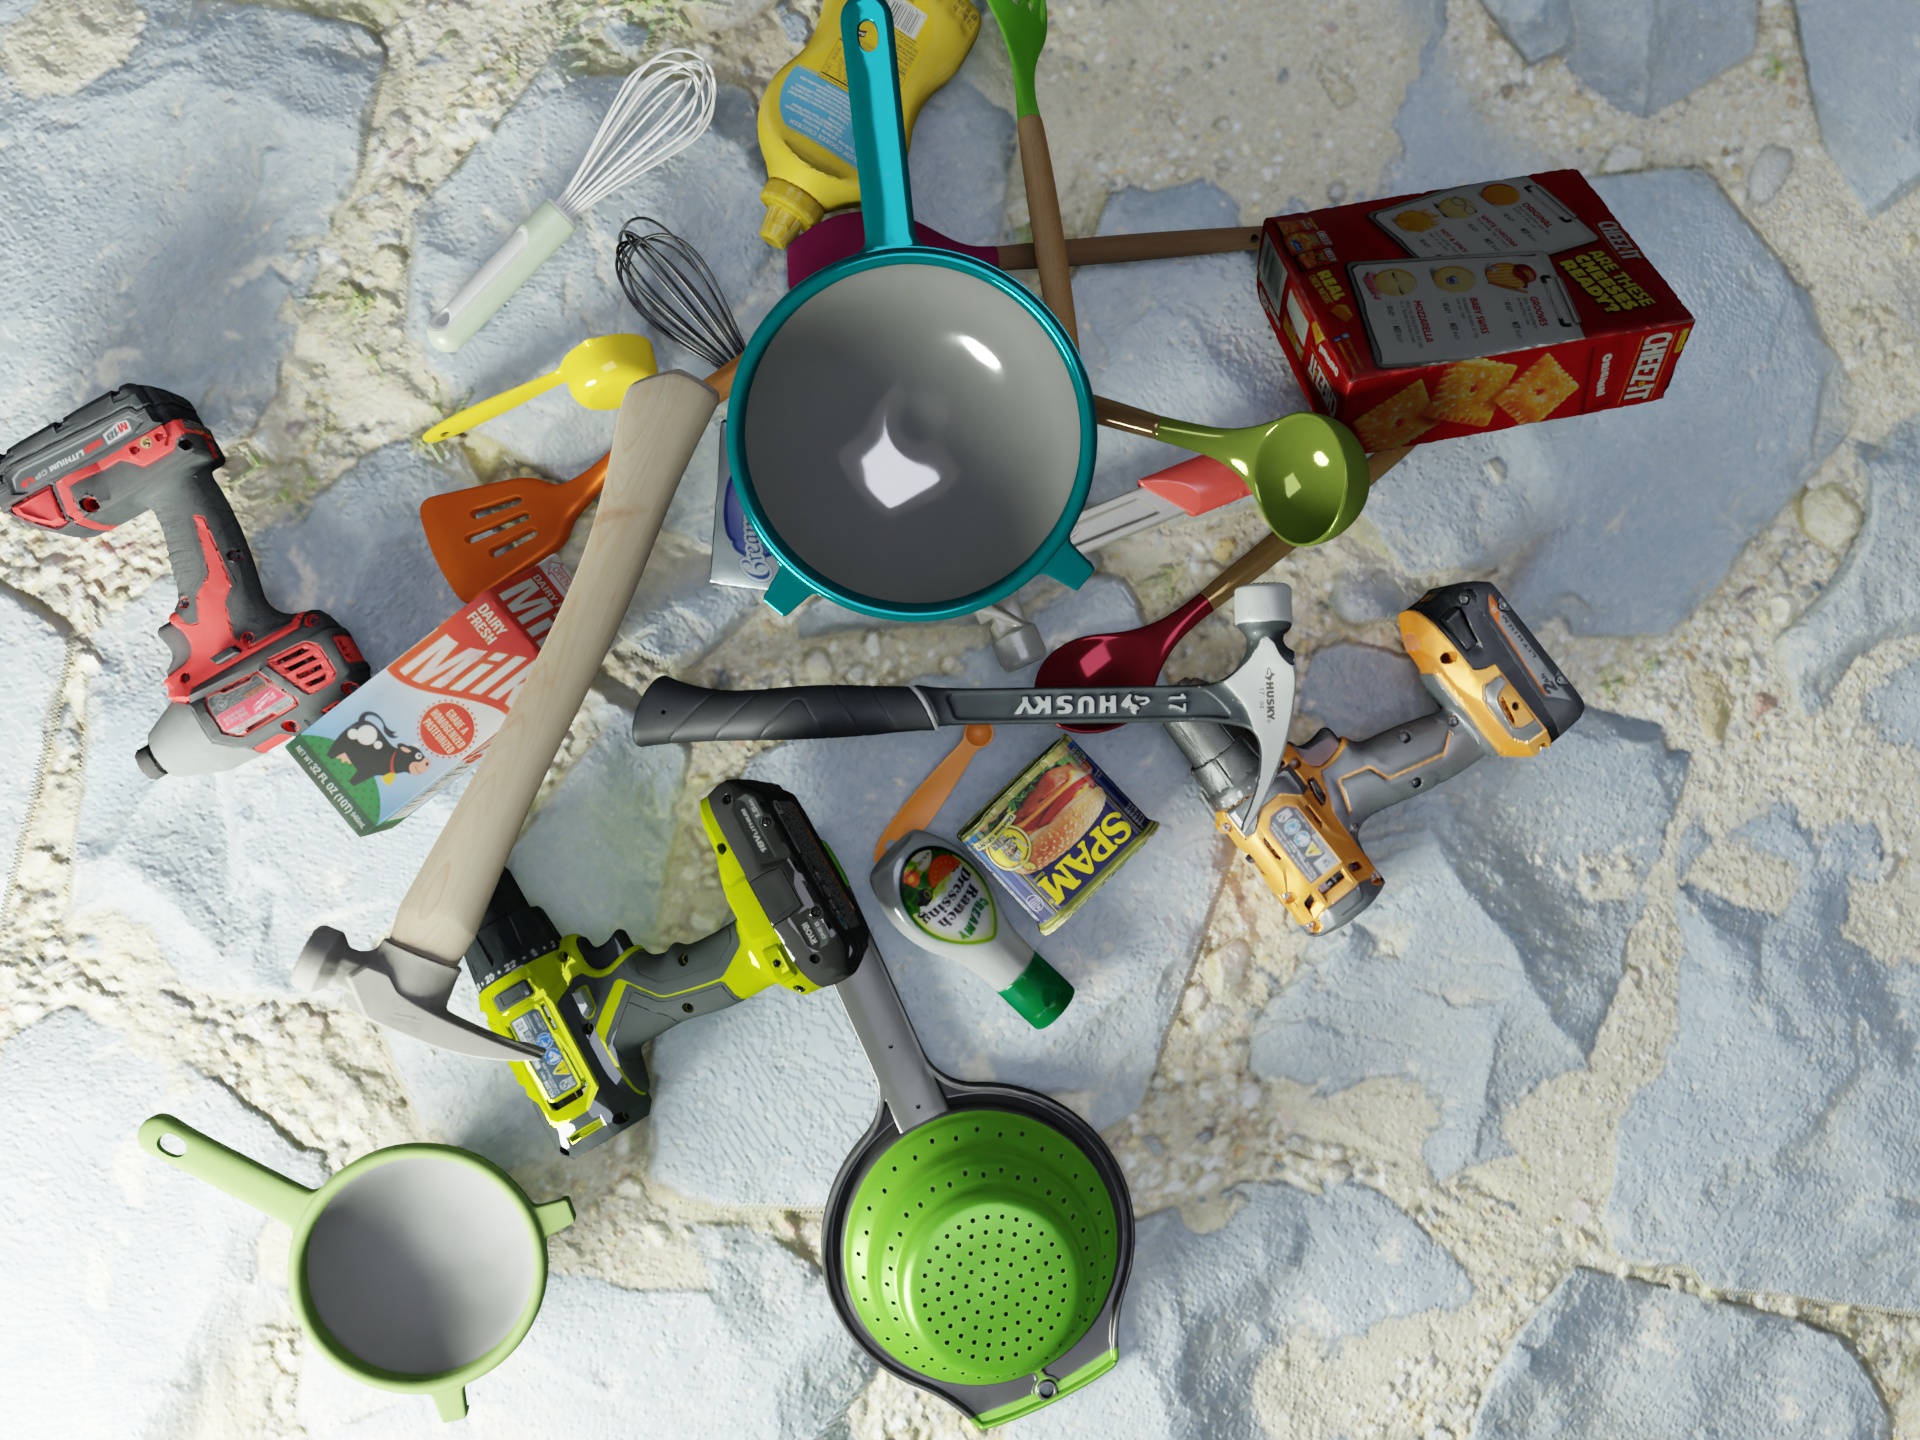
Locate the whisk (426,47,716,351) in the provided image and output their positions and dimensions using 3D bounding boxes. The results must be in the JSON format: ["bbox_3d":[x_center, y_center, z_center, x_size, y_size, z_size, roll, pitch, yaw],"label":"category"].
[{"bbox_3d":[-0.243,-0.322,0.990,0.246,0.059,0.058,-46,55,0],"label":"whisk"}]

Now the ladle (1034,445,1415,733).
[{"bbox_3d":[0.179,-0.094,1.036,0.315,0.031,0.069,-38,70,-7],"label":"ladle"}]

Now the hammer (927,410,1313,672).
[{"bbox_3d":[0.162,-0.164,1.018,0.359,0.037,0.149,-22,89,-4],"label":"hammer"}]

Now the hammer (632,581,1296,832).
[{"bbox_3d":[-0.002,-0.003,0.975,0.409,0.036,0.149,-1,86,8],"label":"hammer"}]

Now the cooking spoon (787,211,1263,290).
[{"bbox_3d":[0.048,-0.298,1.018,0.319,0.017,0.068,-8,113,-10],"label":"cooking spoon"}]

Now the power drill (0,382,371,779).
[{"bbox_3d":[-0.471,-0.076,0.955,0.143,0.078,0.219,-31,95,-4],"label":"power drill"}]

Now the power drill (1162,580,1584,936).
[{"bbox_3d":[0.255,0.002,1.020,0.226,0.084,0.185,-39,91,0],"label":"power drill"}]

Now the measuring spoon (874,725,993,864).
[{"bbox_3d":[-0.019,0.046,1.028,0.021,0.011,0.117,38,90,-14],"label":"measuring spoon"}]

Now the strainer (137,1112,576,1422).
[{"bbox_3d":[-0.369,0.298,0.965,0.256,0.069,0.151,29,90,-4],"label":"strainer"}]

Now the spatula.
[{"bbox_3d":[-0.185,-0.183,0.970,0.322,0.041,0.081,-32,72,11],"label":"spatula"}]

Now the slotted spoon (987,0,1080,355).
[{"bbox_3d":[0.048,-0.346,0.982,0.031,0.070,0.314,-16,76,37],"label":"slotted spoon"}]

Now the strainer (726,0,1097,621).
[{"bbox_3d":[-0.033,-0.231,0.921,0.211,0.095,0.340,-5,105,4],"label":"strainer"}]

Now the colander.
[{"bbox_3d":[-0.017,0.261,0.983,0.204,0.094,0.397,-24,92,-5],"label":"colander"}]

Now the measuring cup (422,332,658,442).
[{"bbox_3d":[-0.260,-0.195,0.986,0.156,0.062,0.029,-22,81,6],"label":"measuring cup"}]

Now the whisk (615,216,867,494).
[{"bbox_3d":[-0.131,-0.218,1.000,0.055,0.055,0.239,-43,98,-4],"label":"whisk"}]

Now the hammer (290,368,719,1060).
[{"bbox_3d":[-0.230,-0.009,0.922,0.146,0.038,0.411,25,85,-8],"label":"hammer"}]

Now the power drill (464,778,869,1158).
[{"bbox_3d":[-0.190,0.130,0.965,0.228,0.080,0.190,-31,83,7],"label":"power drill"}]

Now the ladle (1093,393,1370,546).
[{"bbox_3d":[0.092,-0.182,0.966,0.320,0.062,0.078,20,119,16],"label":"ladle"}]
